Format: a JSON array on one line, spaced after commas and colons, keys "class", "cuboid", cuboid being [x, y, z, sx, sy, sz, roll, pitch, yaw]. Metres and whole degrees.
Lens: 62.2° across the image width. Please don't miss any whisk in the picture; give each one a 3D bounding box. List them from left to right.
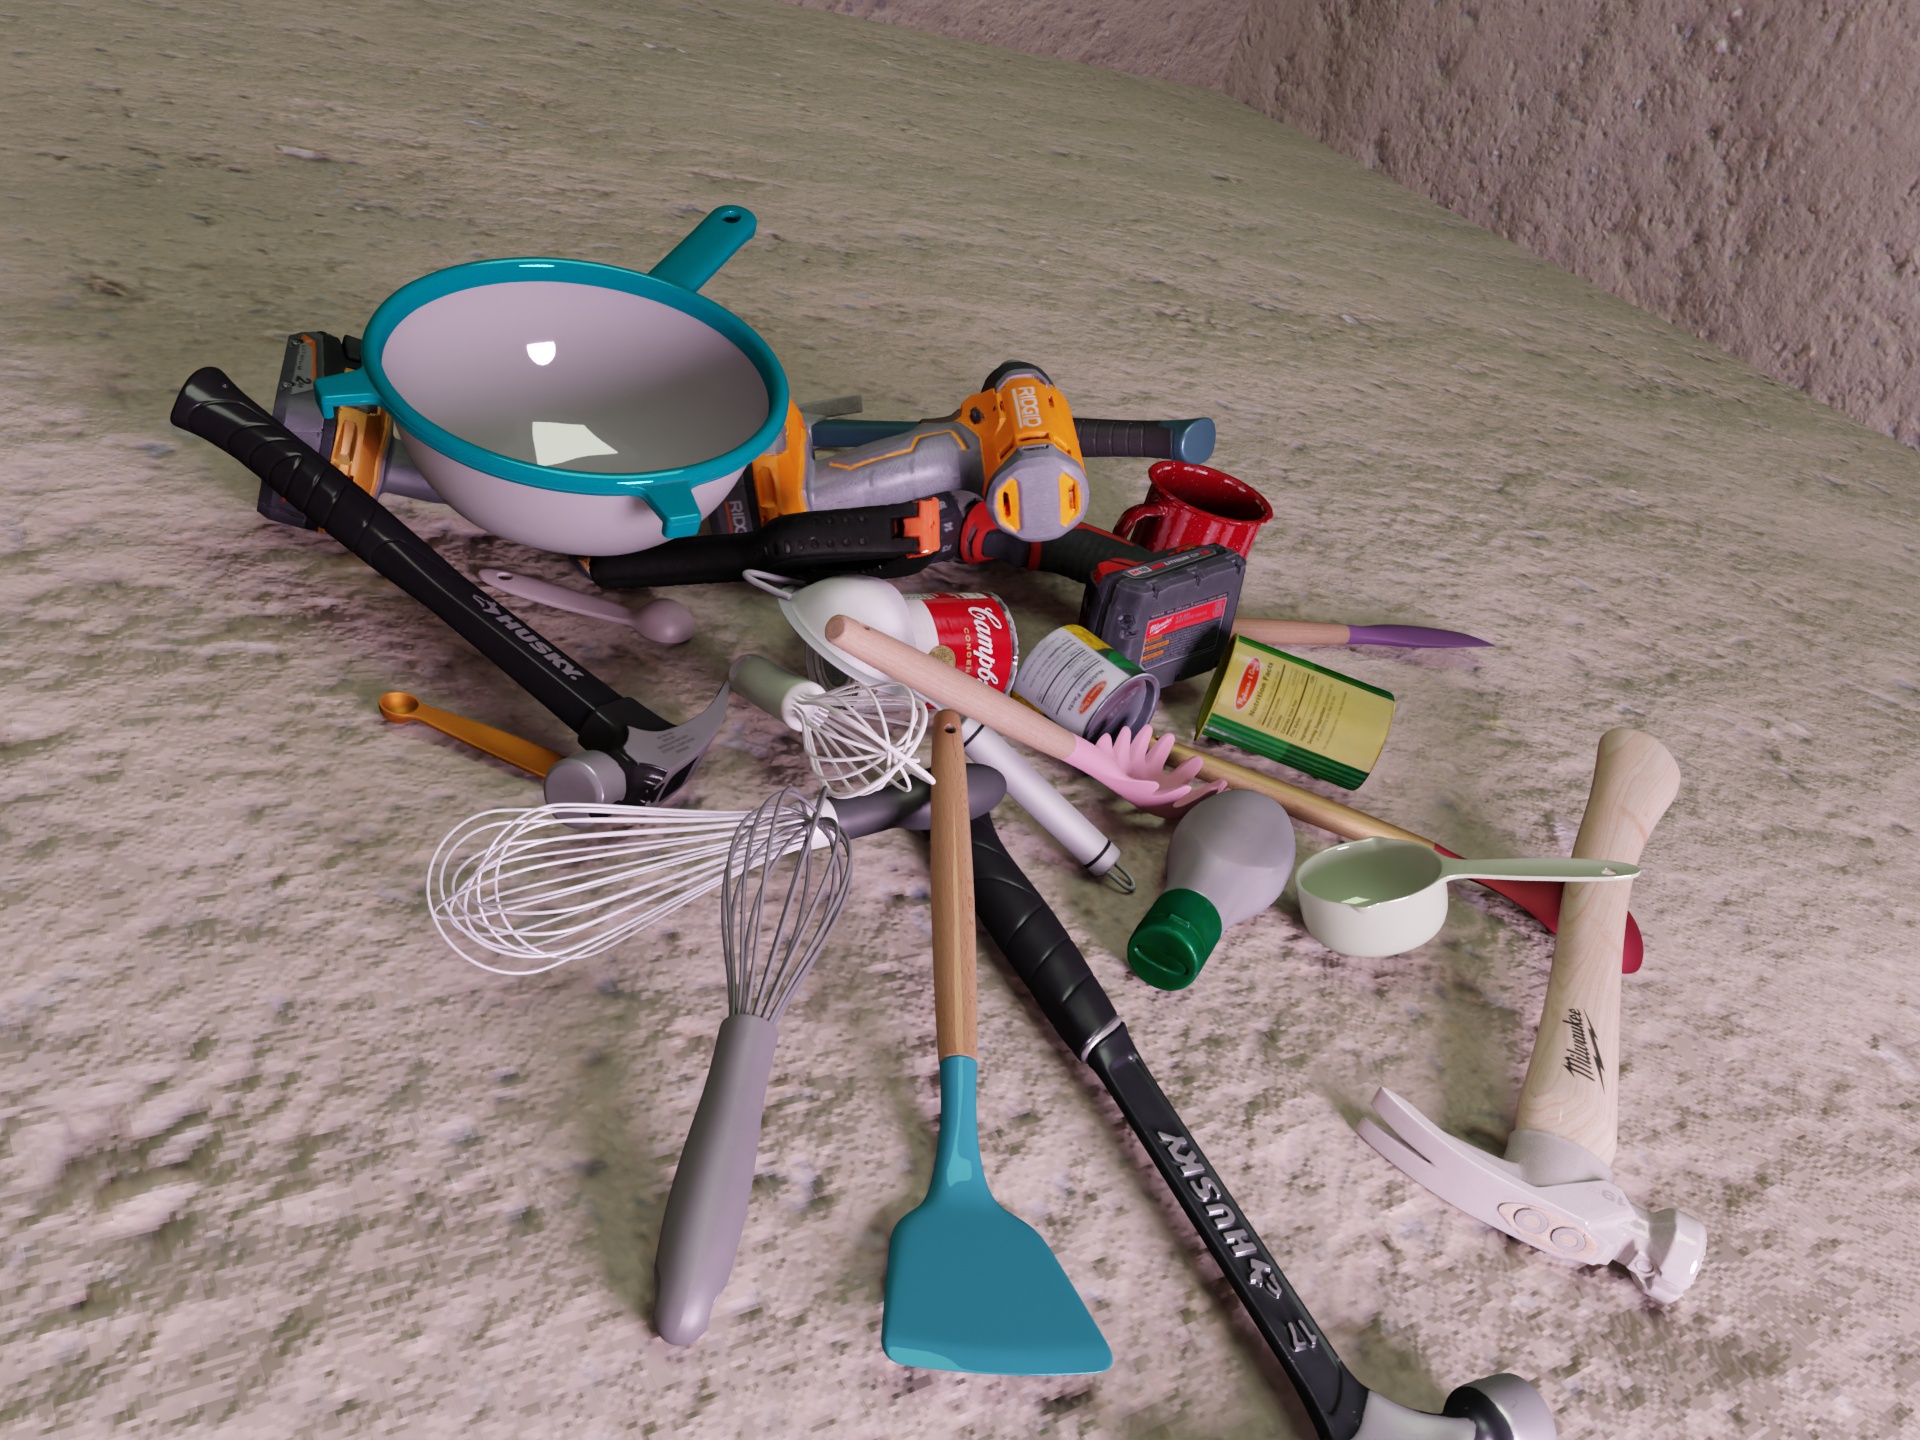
[{"class": "whisk", "cuboid": [-0.094, 0.051, 0.705, 0.284, 0.070, 0.070, -11, 42, -35]}, {"class": "whisk", "cuboid": [-0.079, 0.118, 0.603, 0.055, 0.055, 0.239, 15, 46, -6]}, {"class": "whisk", "cuboid": [-0.071, -0.005, 0.768, 0.059, 0.058, 0.246, 37, -5, -24]}]

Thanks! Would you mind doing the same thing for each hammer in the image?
[{"class": "hammer", "cuboid": [-0.260, -0.072, 0.784, 0.335, 0.035, 0.146, 37, 23, 11]}, {"class": "hammer", "cuboid": [0.008, -0.196, 1.097, 0.331, 0.033, 0.128, 5, 22, 18]}, {"class": "hammer", "cuboid": [0.065, 0.152, 0.678, 0.149, 0.036, 0.409, -2, 36, -29]}, {"class": "hammer", "cuboid": [0.323, 0.112, 0.837, 0.146, 0.038, 0.411, 25, 38, 12]}]

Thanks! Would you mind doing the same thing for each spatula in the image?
[{"class": "spatula", "cuboid": [0.003, 0.113, 0.654, 0.082, 0.044, 0.318, 7, 49, -12]}, {"class": "spatula", "cuboid": [0.253, -0.063, 1.141, 0.315, 0.018, 0.060, 0, 17, -28]}]

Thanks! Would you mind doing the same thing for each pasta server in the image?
[{"class": "pasta server", "cuboid": [0.042, -0.001, 0.792, 0.316, 0.040, 0.060, 26, 17, -50]}]

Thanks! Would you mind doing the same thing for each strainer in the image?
[{"class": "strainer", "cuboid": [-0.185, -0.188, 0.881, 0.211, 0.095, 0.341, 19, 39, 2]}, {"class": "strainer", "cuboid": [-0.001, -0.003, 0.813, 0.258, 0.050, 0.087, 44, 21, -6]}]

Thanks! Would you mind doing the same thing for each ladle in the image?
[{"class": "ladle", "cuboid": [0.247, 0.068, 0.922, 0.315, 0.031, 0.069, 22, 31, 8]}]

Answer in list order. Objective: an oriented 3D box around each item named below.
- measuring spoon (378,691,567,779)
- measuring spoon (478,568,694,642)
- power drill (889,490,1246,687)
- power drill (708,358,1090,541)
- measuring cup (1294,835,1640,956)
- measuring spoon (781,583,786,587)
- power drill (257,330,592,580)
[{"class": "measuring spoon", "cuboid": [-0.225, 0.014, 0.765, 0.117, 0.011, 0.021, 22, 30, -1]}, {"class": "measuring spoon", "cuboid": [-0.210, -0.071, 0.898, 0.124, 0.018, 0.034, 15, 31, -6]}, {"class": "power drill", "cuboid": [0.047, -0.100, 1.024, 0.188, 0.080, 0.227, -18, 39, -37]}, {"class": "power drill", "cuboid": [-0.041, -0.171, 0.996, 0.226, 0.084, 0.164, -6, 41, 0]}, {"class": "measuring cup", "cuboid": [0.257, 0.091, 0.812, 0.167, 0.038, 0.083, -3, 20, 19]}, {"class": "measuring spoon", "cuboid": [-0.101, -0.121, 1.034, 0.042, 0.021, 0.129, 8, 34, -18]}, {"class": "power drill", "cuboid": [-0.286, -0.162, 0.946, 0.226, 0.084, 0.186, 10, 31, -24]}]
